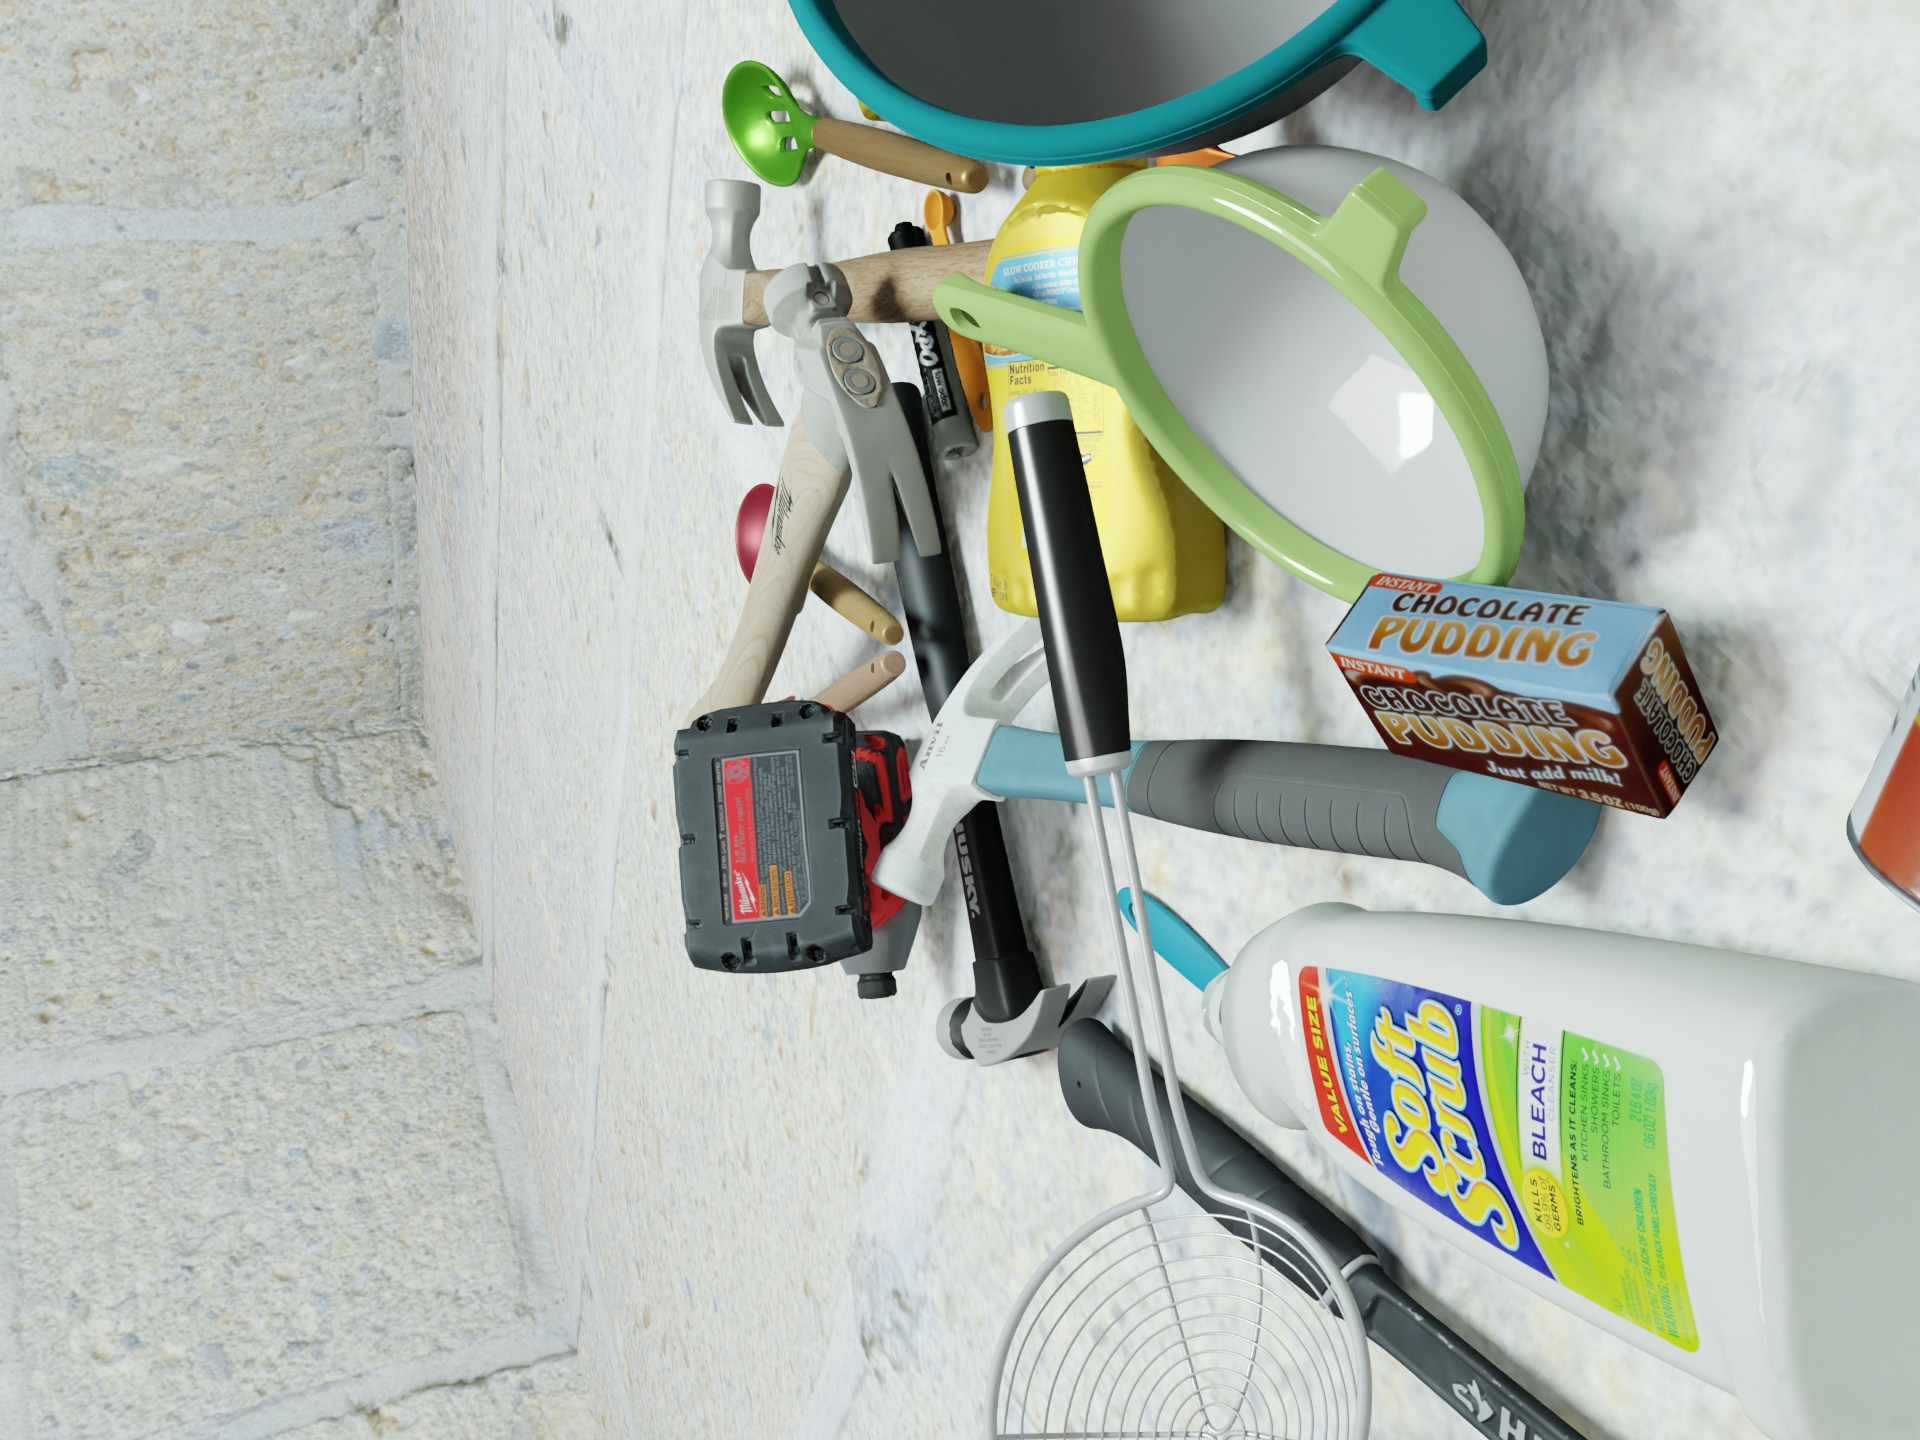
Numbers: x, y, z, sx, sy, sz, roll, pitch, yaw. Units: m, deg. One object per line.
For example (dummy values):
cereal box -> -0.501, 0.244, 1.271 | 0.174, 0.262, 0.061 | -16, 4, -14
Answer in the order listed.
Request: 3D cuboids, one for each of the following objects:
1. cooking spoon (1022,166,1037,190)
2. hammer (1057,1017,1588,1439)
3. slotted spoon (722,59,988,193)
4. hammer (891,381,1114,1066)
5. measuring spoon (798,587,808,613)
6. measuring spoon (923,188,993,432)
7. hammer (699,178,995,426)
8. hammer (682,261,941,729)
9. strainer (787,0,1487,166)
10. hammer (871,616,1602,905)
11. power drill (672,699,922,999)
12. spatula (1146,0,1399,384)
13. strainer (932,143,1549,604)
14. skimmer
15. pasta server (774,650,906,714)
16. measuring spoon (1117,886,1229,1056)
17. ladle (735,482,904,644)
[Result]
cooking spoon -> 0.079, -0.299, 0.520 | 0.069, 0.017, 0.318 | 69, 152, 25
hammer -> 0.138, 0.190, 0.519 | 0.409, 0.036, 0.149 | -152, 59, -61
slotted spoon -> -0.058, -0.292, 0.805 | 0.314, 0.031, 0.070 | 43, 153, 55
hammer -> -0.001, -0.002, 0.770 | 0.146, 0.035, 0.335 | 151, 109, -65
measuring spoon -> -0.072, -0.106, 0.830 | 0.034, 0.018, 0.124 | -120, 35, -41
measuring spoon -> 0.002, -0.190, 0.738 | 0.021, 0.011, 0.117 | -20, 83, 62
hammer -> -0.047, -0.203, 0.757 | 0.331, 0.031, 0.130 | 19, 108, 55
hammer -> -0.099, -0.048, 0.841 | 0.410, 0.038, 0.146 | 123, 131, -59
strainer -> 0.002, -0.243, 0.472 | 0.340, 0.095, 0.211 | 3, 84, 27
hammer -> 0.075, 0.023, 0.561 | 0.331, 0.033, 0.128 | 4, 69, 59
power drill -> -0.065, 0.068, 0.776 | 0.219, 0.078, 0.143 | 36, -132, -78
spatula -> 0.069, -0.256, 0.516 | 0.081, 0.041, 0.323 | -23, 77, 62
strainer -> 0.080, -0.121, 0.477 | 0.257, 0.069, 0.151 | 34, 164, 51
skimmer -> 0.041, 0.075, 0.487 | 0.127, 0.090, 0.363 | -11, 88, 32
pasta server -> -0.078, -0.004, 0.908 | 0.316, 0.040, 0.060 | 154, 107, -68
measuring spoon -> 0.089, 0.100, 0.614 | 0.129, 0.021, 0.042 | 41, 134, 53
ladle -> -0.081, -0.082, 0.890 | 0.316, 0.031, 0.069 | -140, 53, -66
